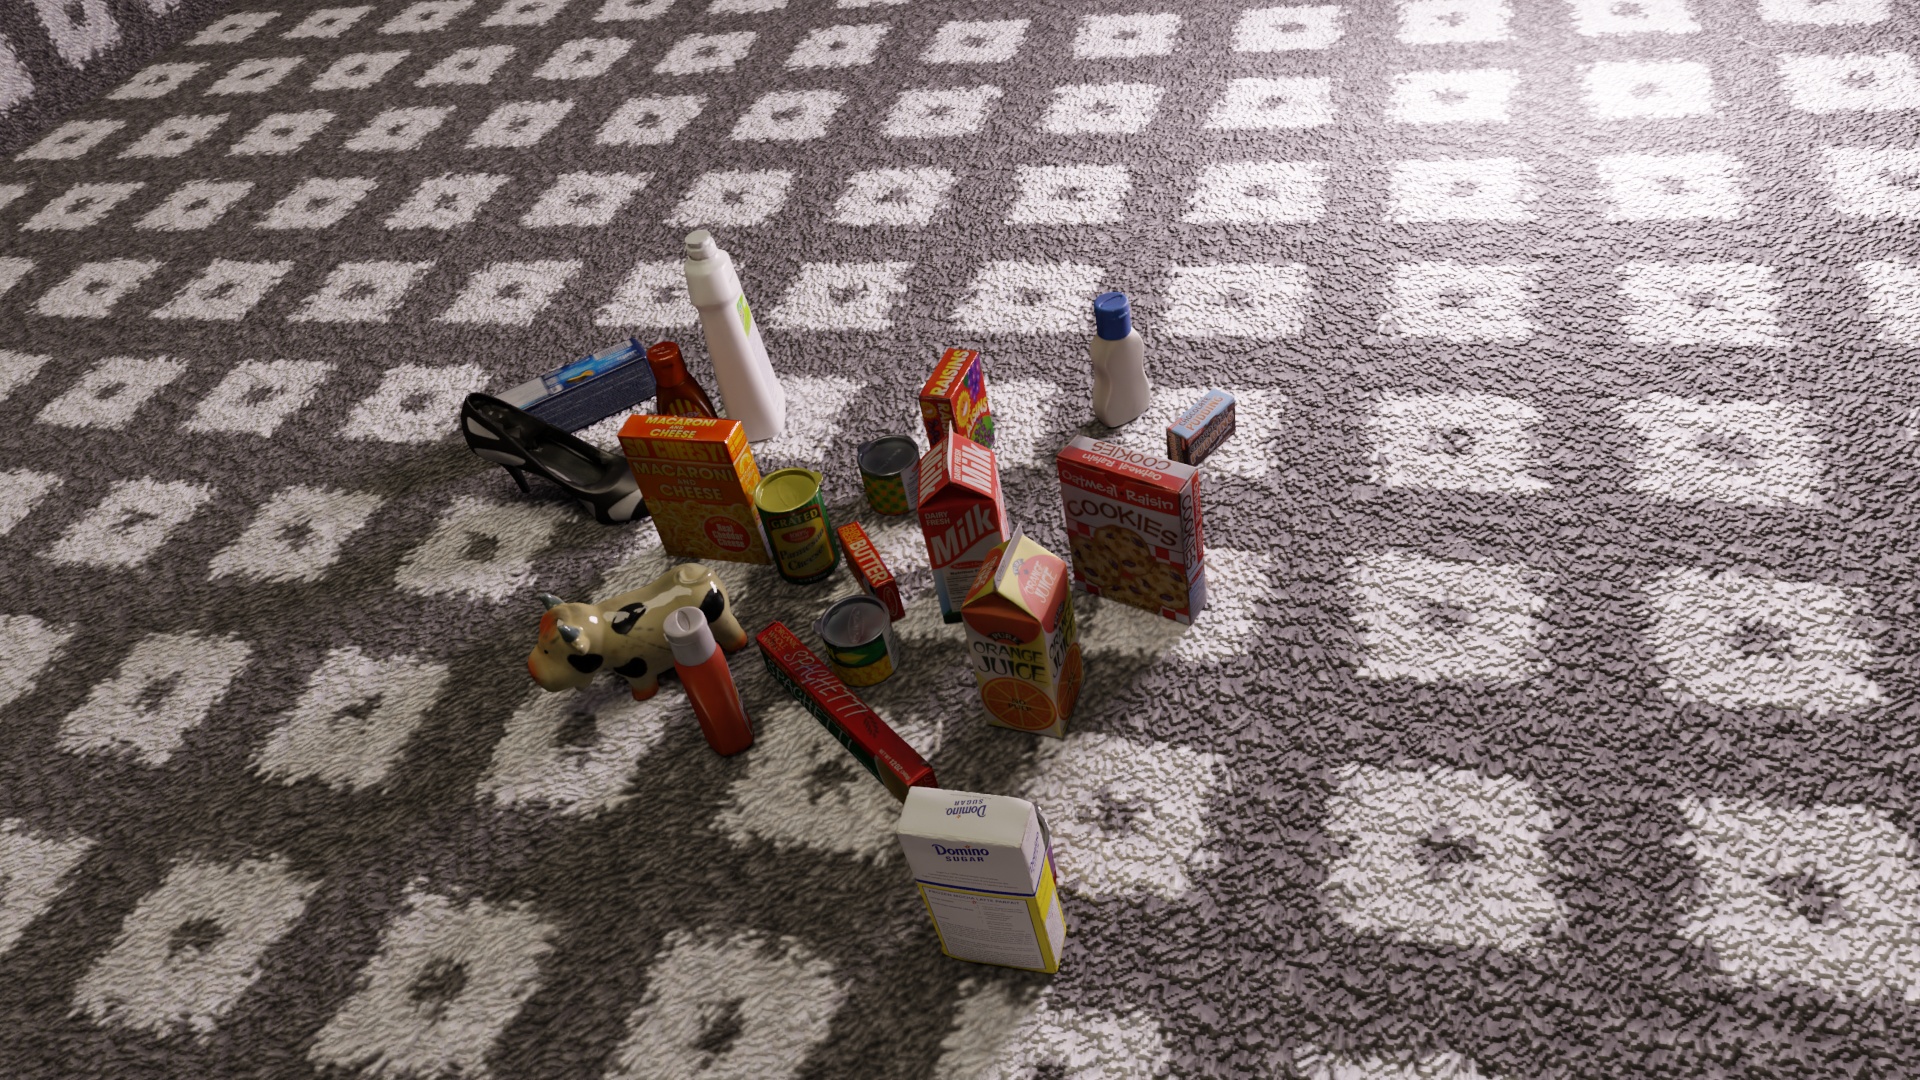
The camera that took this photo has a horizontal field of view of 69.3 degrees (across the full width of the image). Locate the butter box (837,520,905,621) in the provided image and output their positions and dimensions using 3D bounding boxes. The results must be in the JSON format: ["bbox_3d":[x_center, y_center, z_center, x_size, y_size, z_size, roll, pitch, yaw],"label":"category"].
[{"bbox_3d":[-0.089,0.030,1.365,0.024,0.052,0.104,-24,43,-12],"label":"butter box"}]

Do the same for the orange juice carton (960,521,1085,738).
[{"bbox_3d":[0.053,0.076,1.177,0.073,0.191,0.072,8,46,21],"label":"orange juice carton"}]

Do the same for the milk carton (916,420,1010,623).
[{"bbox_3d":[0.005,-0.016,1.291,0.073,0.189,0.073,-7,42,6],"label":"milk carton"}]

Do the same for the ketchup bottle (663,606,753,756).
[{"bbox_3d":[-0.224,0.122,1.225,0.043,0.148,0.065,-25,43,-13],"label":"ketchup bottle"}]

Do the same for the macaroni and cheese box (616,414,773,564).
[{"bbox_3d":[-0.263,-0.052,1.412,0.124,0.165,0.040,5,44,18],"label":"macaroni and cheese box"}]

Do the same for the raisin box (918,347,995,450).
[{"bbox_3d":[-0.002,-0.128,1.466,0.040,0.122,0.086,8,46,22],"label":"raisin box"}]

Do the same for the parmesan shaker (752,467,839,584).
[{"bbox_3d":[-0.160,-0.014,1.394,0.071,0.102,0.072,-7,42,6],"label":"parmesan shaker"}]

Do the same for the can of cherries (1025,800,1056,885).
[{"bbox_3d":[0.043,0.248,1.091,0.071,0.058,0.072,-7,42,6],"label":"can of cherries"}]

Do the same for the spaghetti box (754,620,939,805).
[{"bbox_3d":[-0.104,0.154,1.235,0.029,0.050,0.251,-33,46,-22],"label":"spaghetti box"}]

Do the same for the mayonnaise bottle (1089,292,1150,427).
[{"bbox_3d":[0.167,-0.194,1.479,0.065,0.147,0.041,-29,44,-18],"label":"mayonnaise bottle"}]

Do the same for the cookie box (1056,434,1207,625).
[{"bbox_3d":[0.157,-0.008,1.264,0.123,0.166,0.040,18,50,30],"label":"cookie box"}]

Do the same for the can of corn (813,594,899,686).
[{"bbox_3d":[-0.096,0.094,1.293,0.071,0.058,0.071,-7,42,6],"label":"can of corn"}]

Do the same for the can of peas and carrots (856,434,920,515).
[{"bbox_3d":[-0.073,-0.070,1.467,0.071,0.058,0.071,-7,42,6],"label":"can of peas and carrots"}]

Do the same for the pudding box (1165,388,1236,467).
[{"bbox_3d":[0.251,-0.115,1.447,0.030,0.049,0.084,29,56,37],"label":"pudding box"}]

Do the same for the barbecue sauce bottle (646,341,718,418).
[{"bbox_3d":[-0.310,-0.152,1.546,0.065,0.147,0.044,-15,42,-2],"label":"barbecue sauce bottle"}]
